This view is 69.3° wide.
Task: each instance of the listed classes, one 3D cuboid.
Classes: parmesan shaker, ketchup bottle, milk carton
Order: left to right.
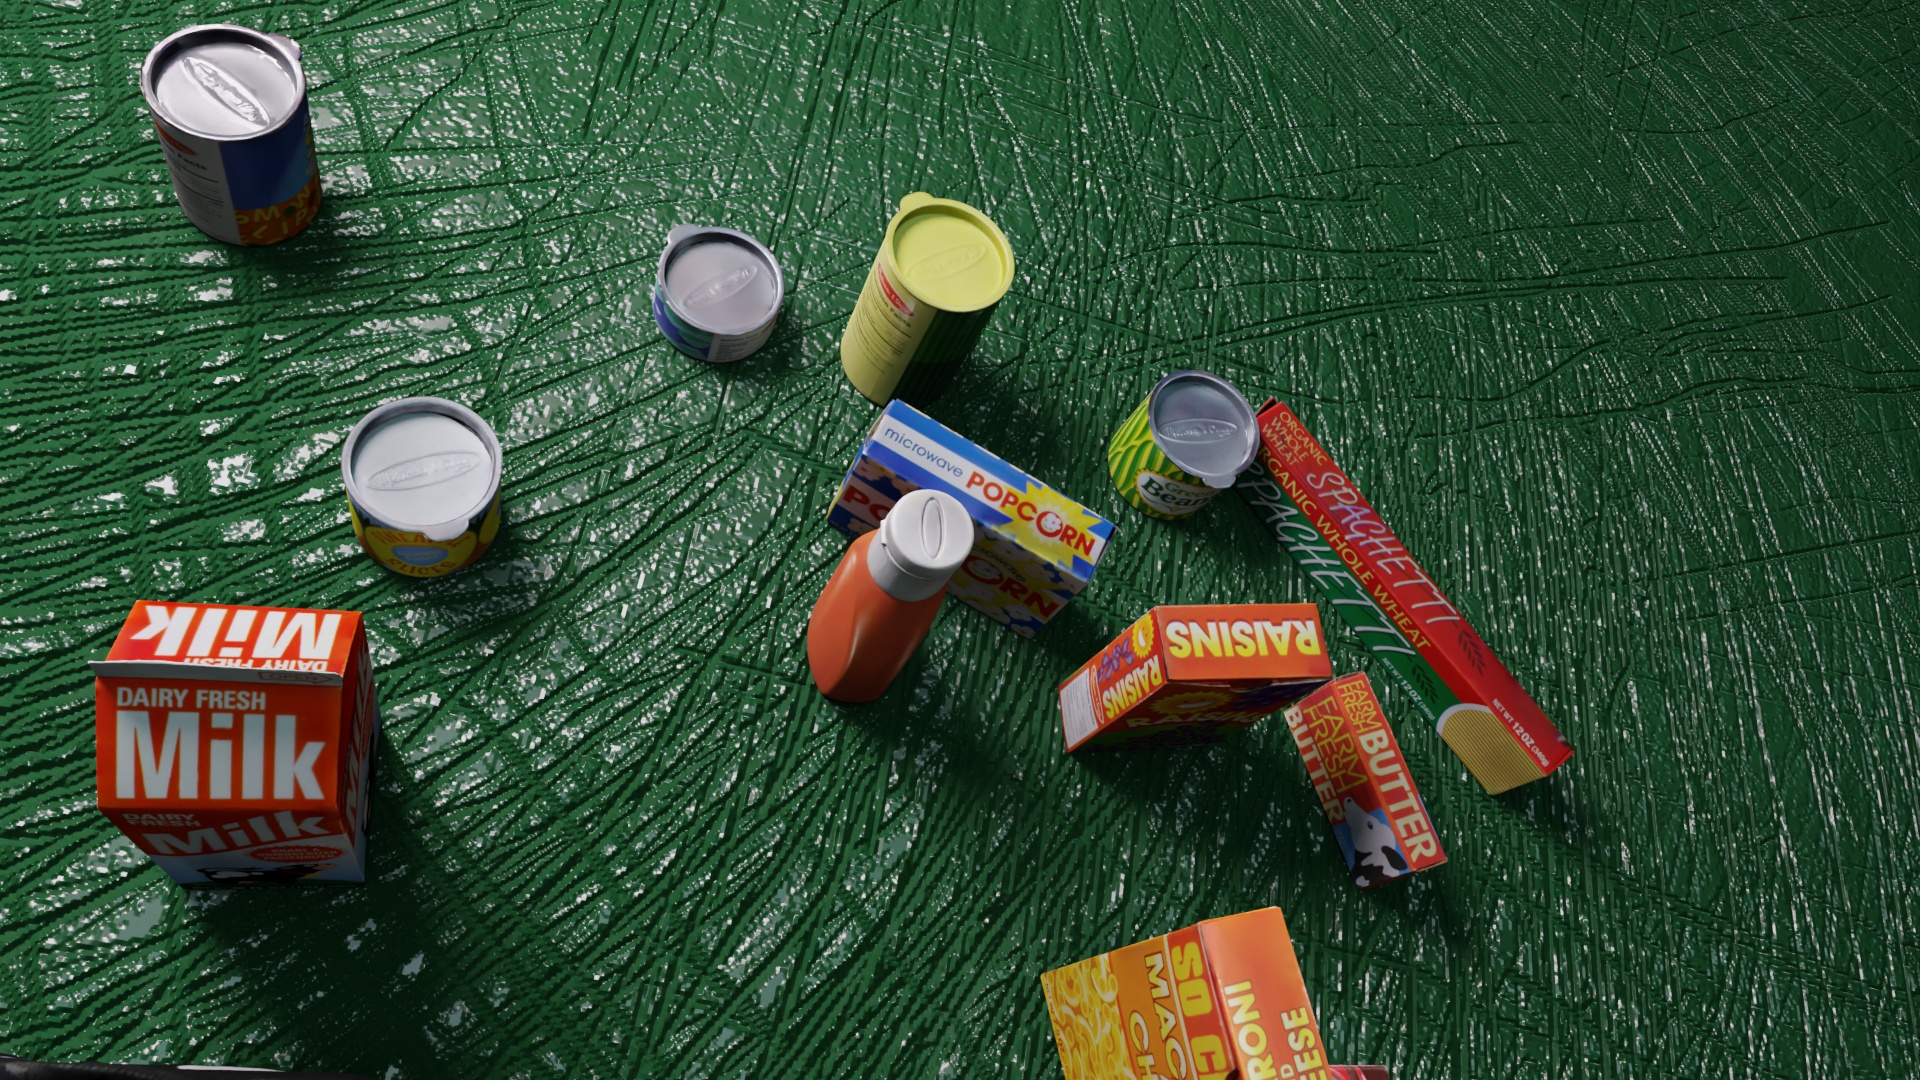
[{"bbox_3d":[-0.256,0.075,0.505,0.072,0.189,0.074,4,66,-17],"label":"milk carton"},{"bbox_3d":[-0.034,0.024,0.628,0.043,0.148,0.065,6,65,-16],"label":"ketchup bottle"},{"bbox_3d":[-0.021,-0.123,0.725,0.071,0.102,0.071,7,65,-16],"label":"parmesan shaker"}]

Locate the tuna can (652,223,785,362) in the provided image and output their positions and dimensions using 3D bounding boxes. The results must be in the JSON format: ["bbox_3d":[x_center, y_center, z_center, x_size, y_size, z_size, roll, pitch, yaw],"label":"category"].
[{"bbox_3d":[-0.130,-0.131,0.732,0.071,0.032,0.071,7,64,-16],"label":"tuna can"}]

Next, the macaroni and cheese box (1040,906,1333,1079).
[{"bbox_3d":[0.092,0.227,0.568,0.040,0.165,0.124,-6,69,-21],"label":"macaroni and cheese box"}]

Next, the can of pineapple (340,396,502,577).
[{"bbox_3d":[-0.242,-0.021,0.629,0.071,0.057,0.071,7,65,-16],"label":"can of pineapple"}]

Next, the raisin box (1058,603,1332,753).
[{"bbox_3d":[0.109,0.069,0.671,0.086,0.123,0.040,1,67,-18],"label":"raisin box"}]

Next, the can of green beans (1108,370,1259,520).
[{"bbox_3d":[0.122,-0.052,0.768,0.071,0.057,0.071,7,65,-16],"label":"can of green beans"}]

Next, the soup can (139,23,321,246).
[{"bbox_3d":[-0.340,-0.191,0.659,0.071,0.083,0.071,7,65,-16],"label":"soup can"}]

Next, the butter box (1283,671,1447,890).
[{"bbox_3d":[0.207,0.125,0.719,0.024,0.053,0.104,-12,71,-23],"label":"butter box"}]

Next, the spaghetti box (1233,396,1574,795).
[{"bbox_3d":[0.235,0.031,0.773,0.029,0.050,0.250,-34,80,-28],"label":"spaghetti box"}]

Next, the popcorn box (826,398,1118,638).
[{"bbox_3d":[0.002,-0.009,0.691,0.127,0.085,0.038,30,61,-4],"label":"popcorn box"}]
